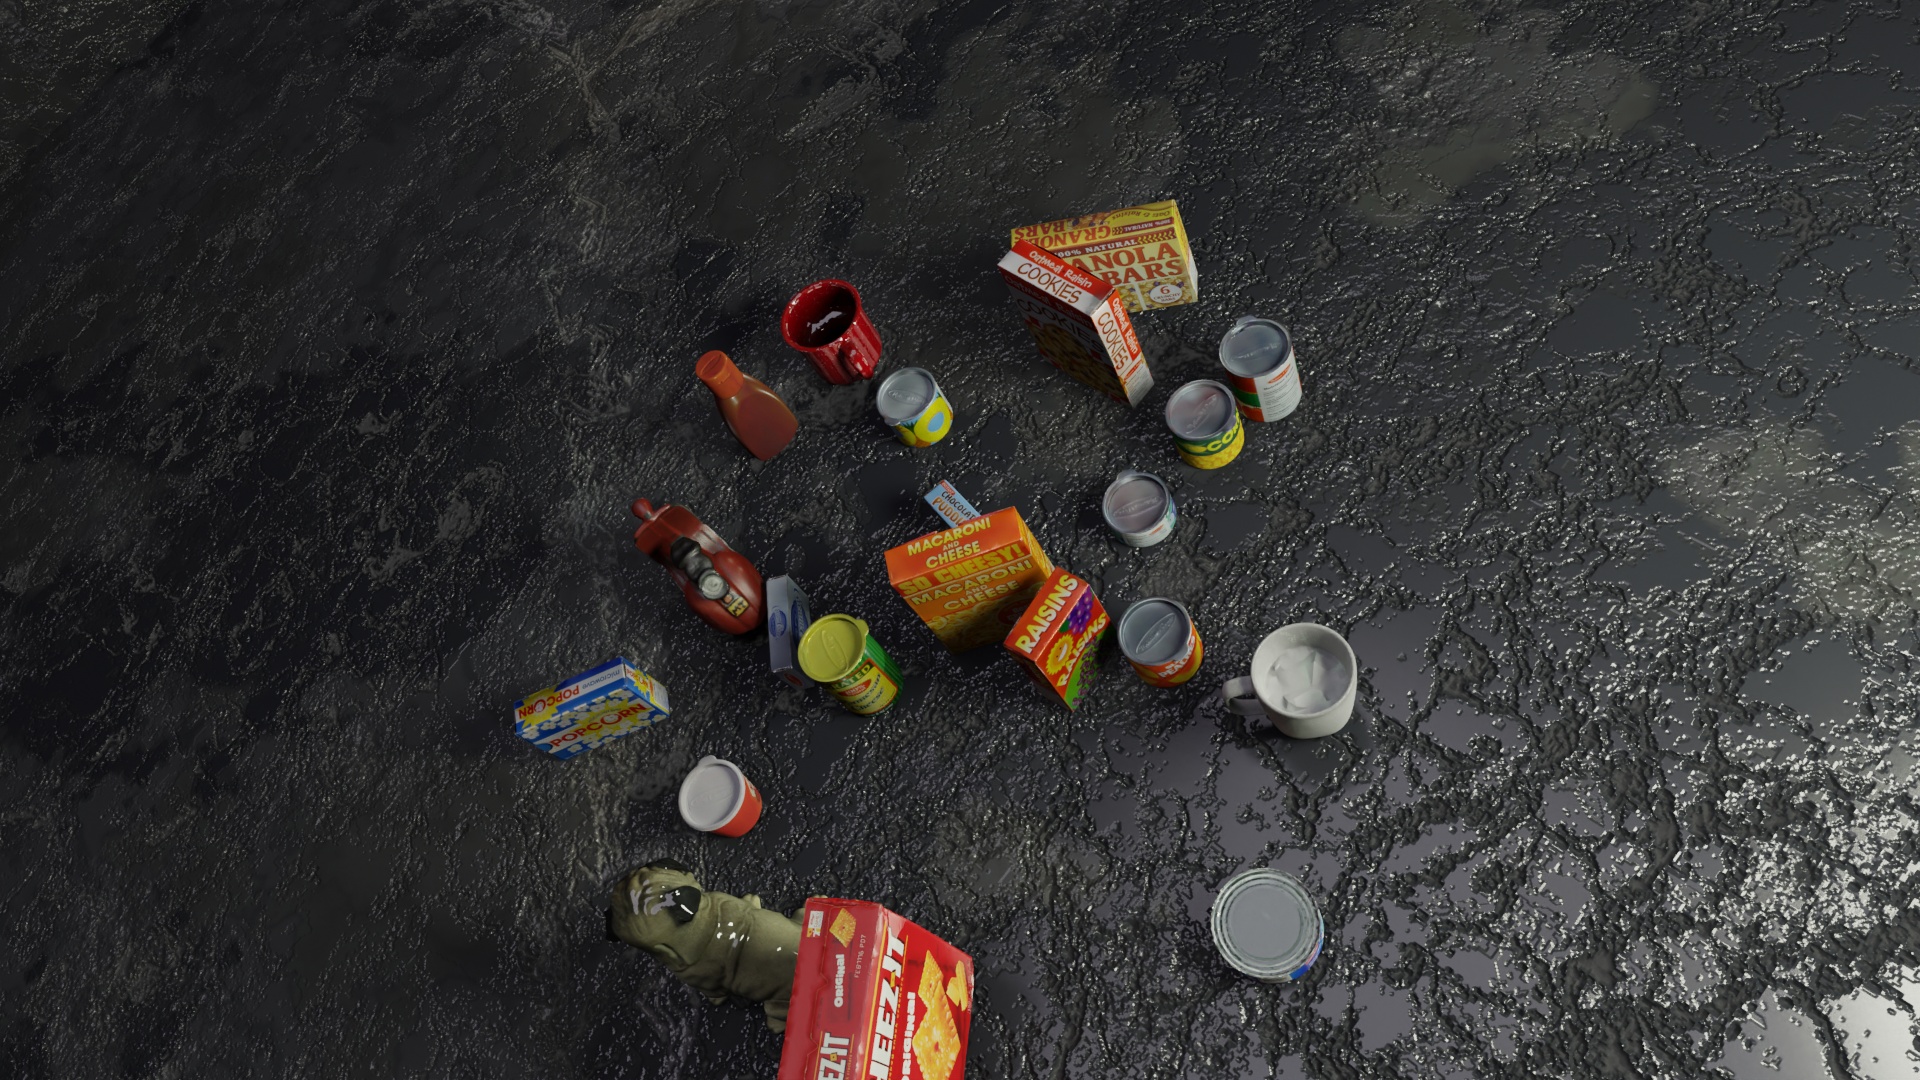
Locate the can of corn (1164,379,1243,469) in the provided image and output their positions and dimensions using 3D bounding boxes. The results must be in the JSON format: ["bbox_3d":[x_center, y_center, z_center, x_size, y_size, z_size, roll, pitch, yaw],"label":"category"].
[{"bbox_3d":[0.234,-0.108,1.317,0.071,0.058,0.071,-9,61,17],"label":"can of corn"}]

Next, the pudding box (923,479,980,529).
[{"bbox_3d":[0.005,-0.017,1.362,0.030,0.049,0.084,-41,57,-3],"label":"pudding box"}]

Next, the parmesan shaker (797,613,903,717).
[{"bbox_3d":[-0.098,0.117,1.297,0.071,0.102,0.071,-9,61,17],"label":"parmesan shaker"}]

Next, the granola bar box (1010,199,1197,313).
[{"bbox_3d":[0.147,-0.277,1.403,0.165,0.124,0.039,-7,62,18],"label":"granola bar box"}]

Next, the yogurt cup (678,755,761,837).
[{"bbox_3d":[-0.223,0.246,1.306,0.072,0.053,0.073,-9,61,17],"label":"yogurt cup"}]

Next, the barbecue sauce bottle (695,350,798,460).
[{"bbox_3d":[-0.227,-0.144,1.461,0.065,0.148,0.044,-47,57,-7],"label":"barbecue sauce bottle"}]

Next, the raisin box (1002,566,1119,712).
[{"bbox_3d":[0.092,0.088,1.228,0.040,0.123,0.086,29,77,31],"label":"raisin box"}]

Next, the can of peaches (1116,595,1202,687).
[{"bbox_3d":[0.179,0.092,1.231,0.071,0.058,0.071,-9,61,17],"label":"can of peaches"}]

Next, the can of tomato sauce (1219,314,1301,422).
[{"bbox_3d":[0.284,-0.161,1.312,0.071,0.083,0.071,-9,61,17],"label":"can of tomato sauce"}]

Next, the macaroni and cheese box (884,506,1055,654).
[{"bbox_3d":[0.019,0.039,1.257,0.123,0.166,0.040,-19,58,11],"label":"macaroni and cheese box"}]

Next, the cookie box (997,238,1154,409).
[{"bbox_3d":[0.115,-0.210,1.353,0.123,0.167,0.040,35,80,32],"label":"cookie box"}]

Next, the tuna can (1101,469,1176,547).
[{"bbox_3d":[0.169,-0.031,1.316,0.071,0.032,0.071,-9,61,17],"label":"tuna can"}]

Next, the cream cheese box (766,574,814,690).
[{"bbox_3d":[-0.167,0.091,1.368,0.024,0.053,0.104,-16,59,13],"label":"cream cheese box"}]

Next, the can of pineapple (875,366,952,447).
[{"bbox_3d":[-0.049,-0.136,1.442,0.071,0.057,0.071,-9,61,17],"label":"can of pineapple"}]

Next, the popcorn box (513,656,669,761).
[{"bbox_3d":[-0.367,0.169,1.384,0.126,0.085,0.038,-23,58,8],"label":"popcorn box"}]
